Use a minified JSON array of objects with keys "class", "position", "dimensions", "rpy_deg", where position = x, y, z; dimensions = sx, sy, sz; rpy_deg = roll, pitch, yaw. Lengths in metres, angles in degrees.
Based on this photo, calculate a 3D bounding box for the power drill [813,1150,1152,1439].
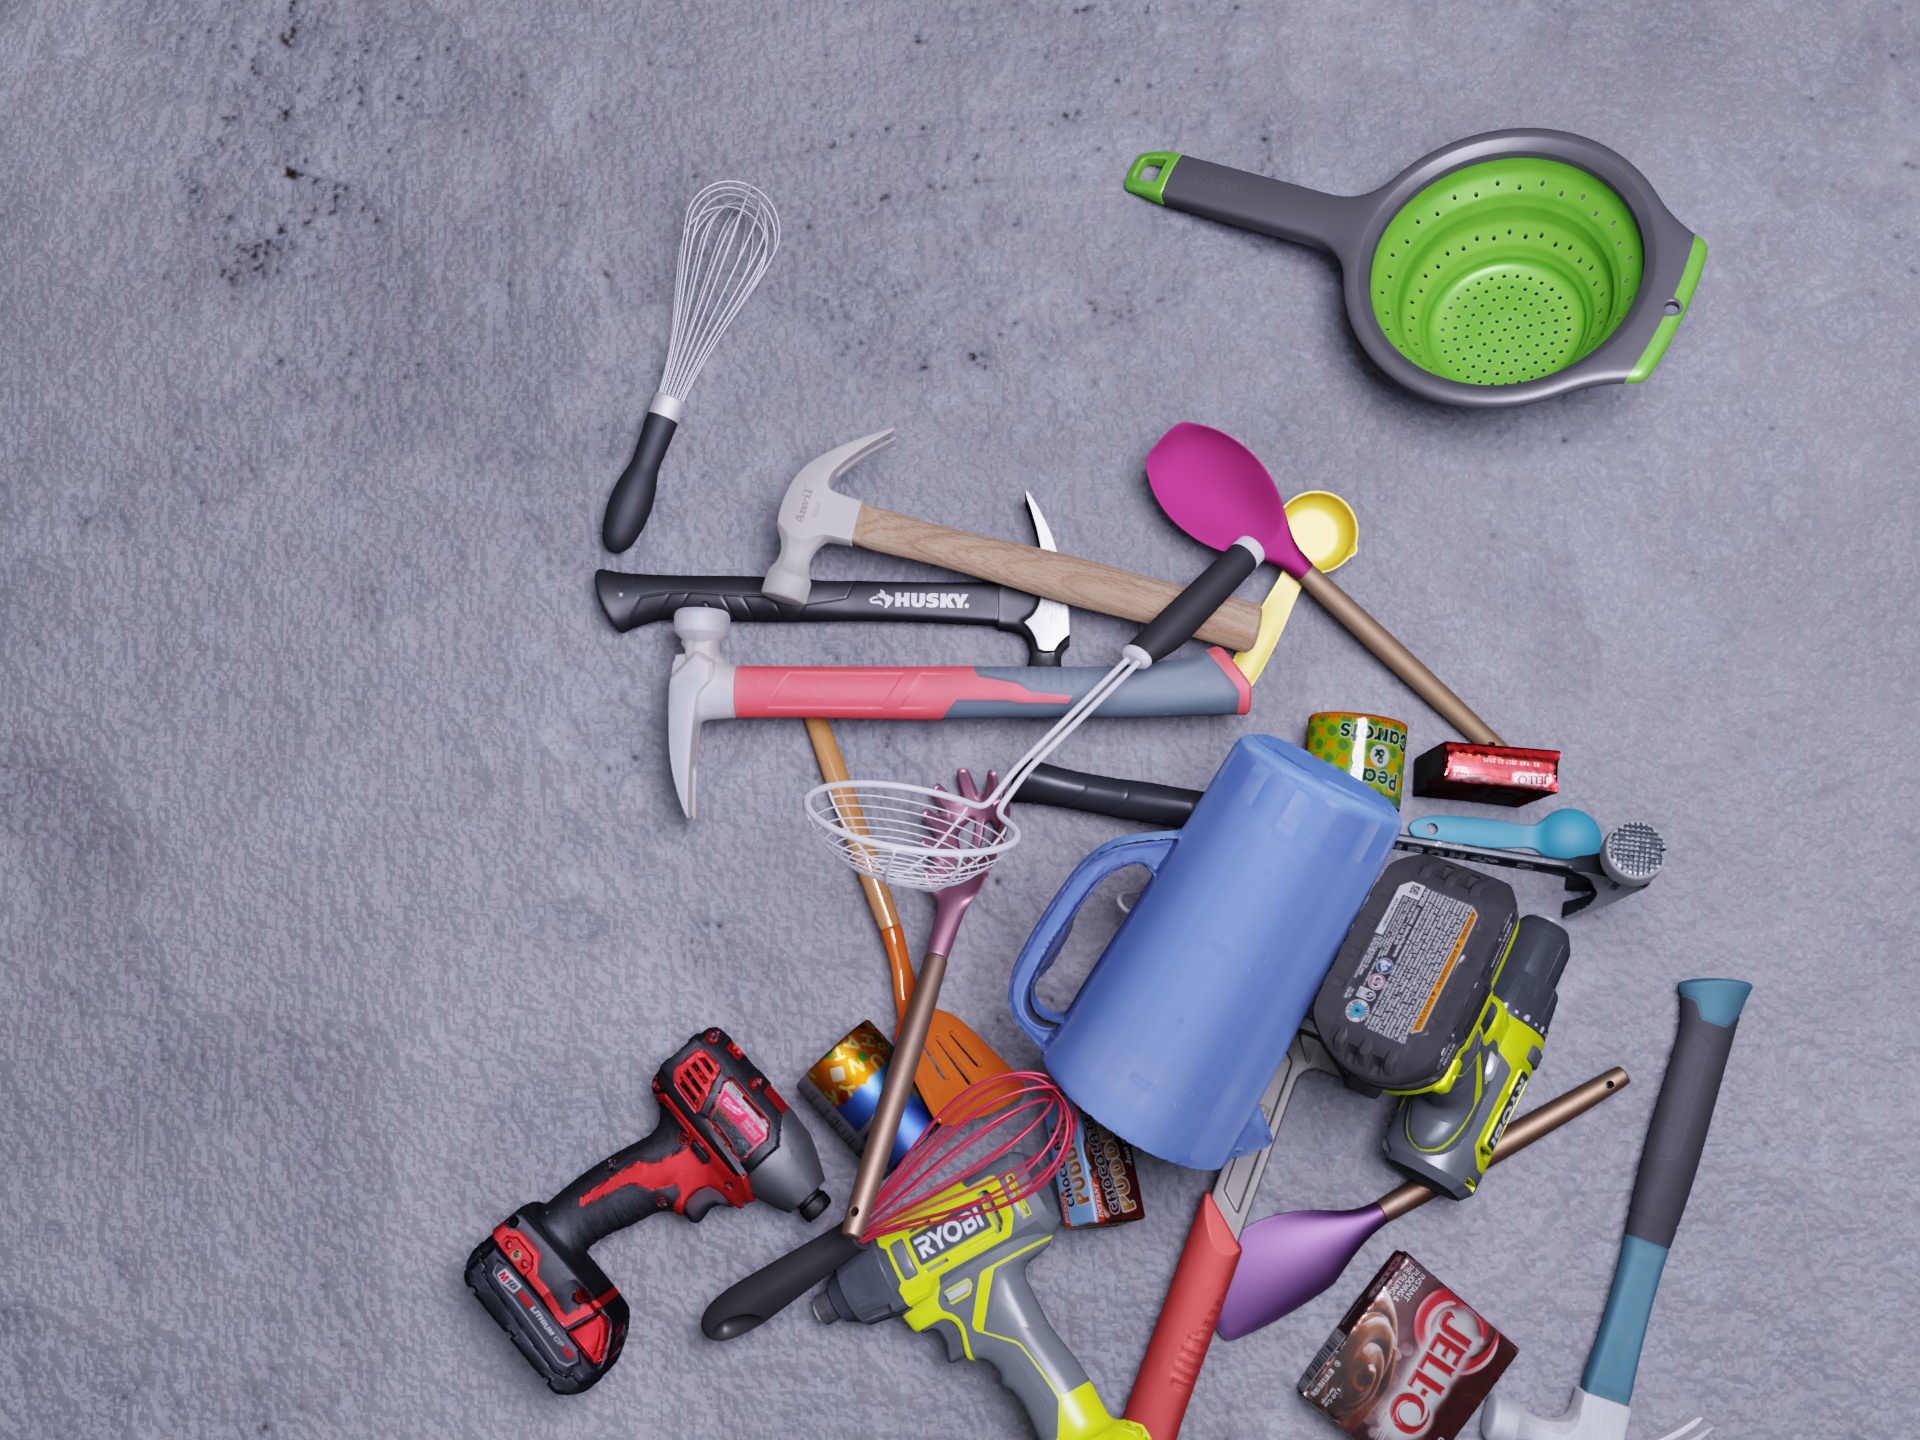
[{"class":"power drill","position":[0.017,0.410,0.998],"dimensions":[0.171,0.080,0.223],"rpy_deg":[-31,68,7]}]

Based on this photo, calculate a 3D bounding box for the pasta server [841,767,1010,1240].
[{"class":"pasta server","position":[-0.025,0.172,1.016],"dimensions":[0.060,0.040,0.316],"rpy_deg":[4,56,23]}]

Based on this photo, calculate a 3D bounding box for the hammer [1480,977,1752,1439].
[{"class":"hammer","position":[0.444,0.321,1.023],"dimensions":[0.128,0.033,0.331],"rpy_deg":[18,83,6]}]

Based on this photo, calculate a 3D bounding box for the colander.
[{"class":"colander","position":[0.300,-0.317,1.110],"dimensions":[0.397,0.094,0.204],"rpy_deg":[25,84,24]}]

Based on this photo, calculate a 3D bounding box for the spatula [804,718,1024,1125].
[{"class":"spatula","position":[-0.050,0.115,1.075],"dimensions":[0.081,0.041,0.323],"rpy_deg":[-9,73,-43]}]

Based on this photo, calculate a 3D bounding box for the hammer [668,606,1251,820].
[{"class":"hammer","position":[-0.002,-0.003,1.061],"dimensions":[0.386,0.038,0.143],"rpy_deg":[0,85,4]}]

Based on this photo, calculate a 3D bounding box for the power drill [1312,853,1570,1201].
[{"class":"power drill","position":[0.304,0.173,0.966],"dimensions":[0.080,0.228,0.190],"rpy_deg":[21,74,37]}]

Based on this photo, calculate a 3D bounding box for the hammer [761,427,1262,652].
[{"class":"hammer","position":[0.041,-0.106,1.074],"dimensions":[0.331,0.031,0.130],"rpy_deg":[14,82,-1]}]

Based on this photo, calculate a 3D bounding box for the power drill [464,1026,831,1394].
[{"class":"power drill","position":[-0.197,0.323,1.039],"dimensions":[0.219,0.078,0.143],"rpy_deg":[-42,82,-6]}]

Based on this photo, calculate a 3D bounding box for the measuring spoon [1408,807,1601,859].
[{"class":"measuring spoon","position":[0.368,0.076,1.069],"dimensions":[0.128,0.021,0.042],"rpy_deg":[4,82,2]}]

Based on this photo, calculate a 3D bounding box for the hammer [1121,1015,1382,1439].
[{"class":"hammer","position":[0.148,0.354,1.027],"dimensions":[0.149,0.036,0.359],"rpy_deg":[20,85,18]}]

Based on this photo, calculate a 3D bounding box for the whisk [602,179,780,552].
[{"class":"whisk","position":[-0.199,-0.253,1.138],"dimensions":[0.070,0.070,0.284],"rpy_deg":[20,88,6]}]

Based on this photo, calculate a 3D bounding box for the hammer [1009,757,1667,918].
[{"class":"hammer","position":[0.230,0.071,1.041],"dimensions":[0.409,0.149,0.036],"rpy_deg":[9,74,14]}]

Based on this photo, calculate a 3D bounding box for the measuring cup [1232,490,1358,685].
[{"class":"measuring cup","position":[0.222,-0.086,1.106],"dimensions":[0.062,0.029,0.156],"rpy_deg":[27,96,2]}]

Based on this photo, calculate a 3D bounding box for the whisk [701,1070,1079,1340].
[{"class":"whisk","position":[-0.048,0.309,0.987],"dimensions":[0.296,0.073,0.073],"rpy_deg":[-36,81,14]}]

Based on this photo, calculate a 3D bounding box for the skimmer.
[{"class":"skimmer","position":[0.062,-0.023,0.979],"dimensions":[0.363,0.090,0.127],"rpy_deg":[-42,39,-22]}]

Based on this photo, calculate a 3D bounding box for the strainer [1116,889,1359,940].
[{"class":"strainer","position":[0.229,0.138,1.059],"dimensions":[0.258,0.050,0.087],"rpy_deg":[4,56,-2]}]

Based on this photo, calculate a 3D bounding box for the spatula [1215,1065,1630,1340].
[{"class":"spatula","position":[0.297,0.307,1.041],"dimensions":[0.316,0.018,0.060],"rpy_deg":[-29,77,-1]}]

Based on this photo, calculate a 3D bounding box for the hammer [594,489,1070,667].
[{"class":"hammer","position":[-0.090,-0.089,1.114],"dimensions":[0.335,0.035,0.146],"rpy_deg":[2,82,4]}]

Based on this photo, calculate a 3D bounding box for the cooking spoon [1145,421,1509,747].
[{"class":"cooking spoon","position":[0.253,-0.083,1.080],"dimensions":[0.319,0.017,0.068],"rpy_deg":[43,103,-1]}]
